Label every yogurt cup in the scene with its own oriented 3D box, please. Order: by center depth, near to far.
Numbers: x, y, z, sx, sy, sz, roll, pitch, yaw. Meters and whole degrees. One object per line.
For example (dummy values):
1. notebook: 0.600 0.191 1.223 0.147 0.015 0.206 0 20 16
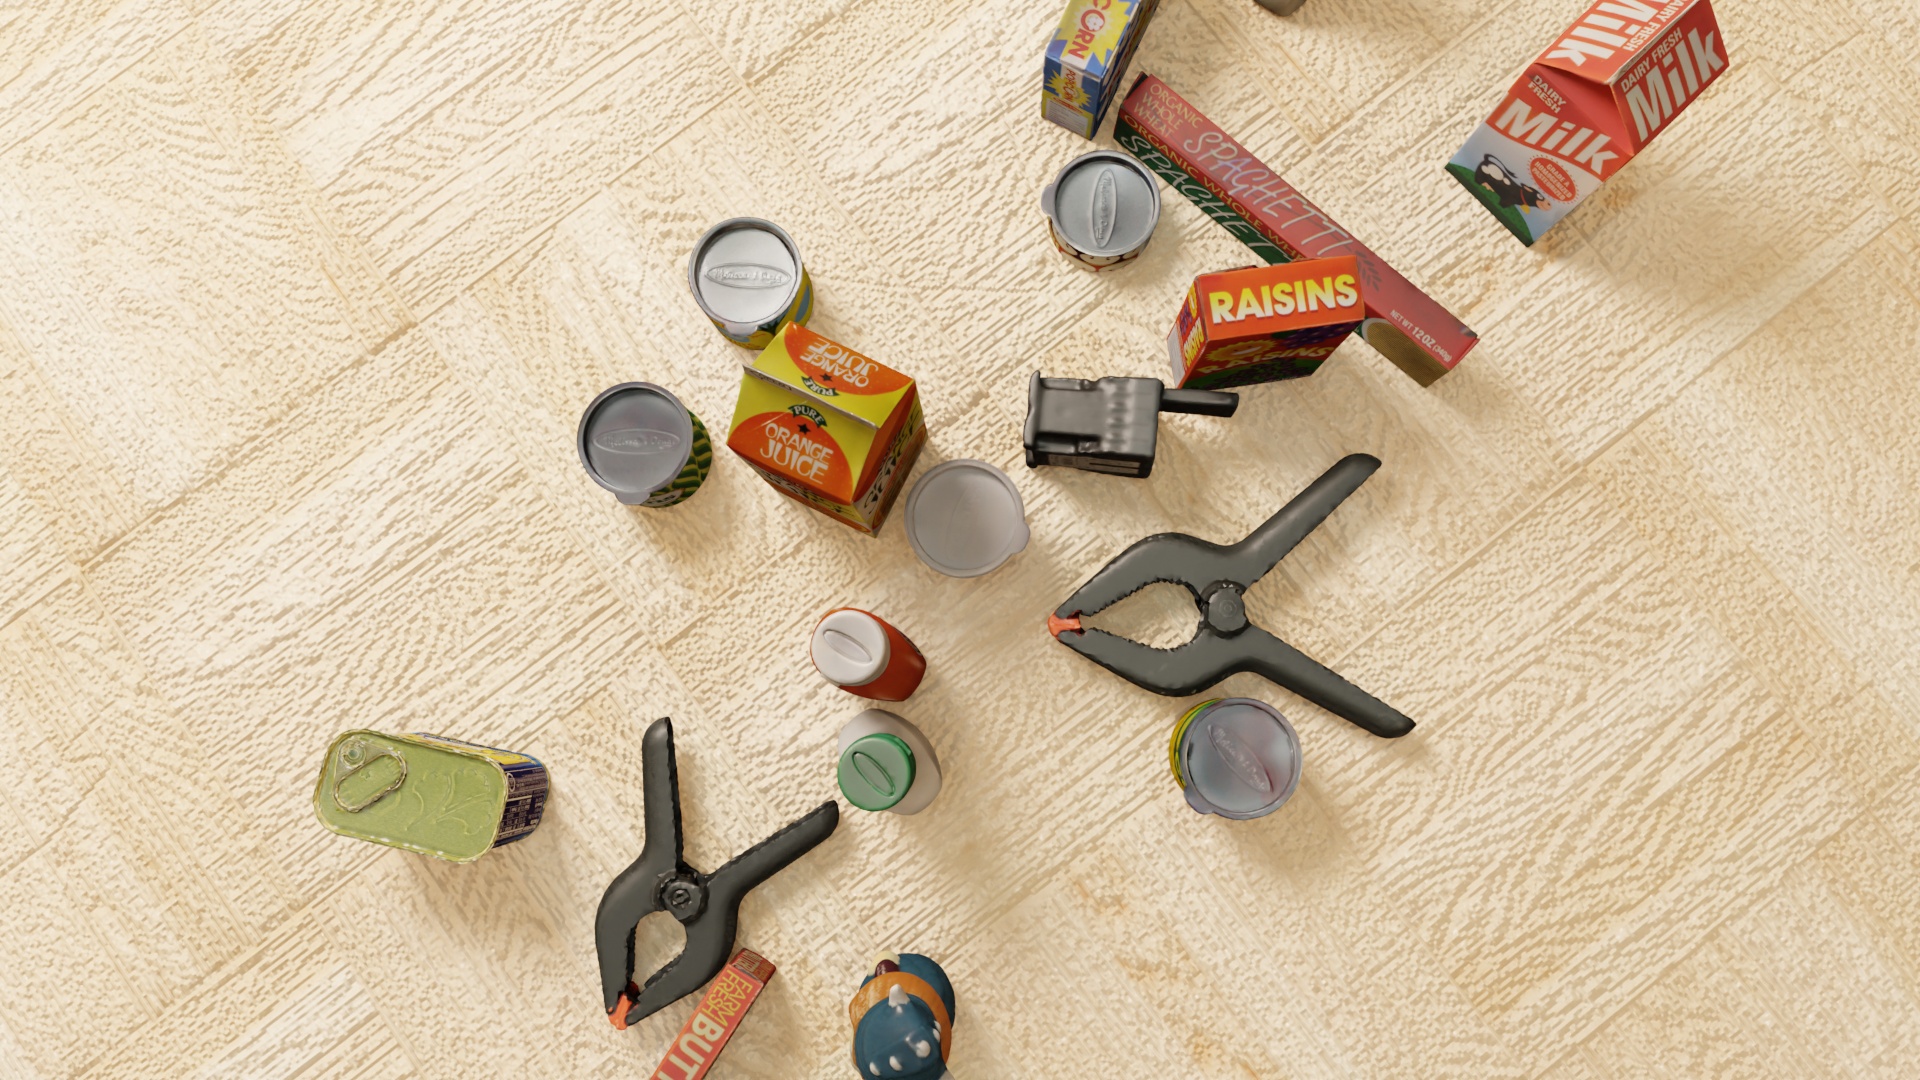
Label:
1. yogurt cup: 0.003 -0.010 0.802 0.072 0.054 0.072 0 83 1

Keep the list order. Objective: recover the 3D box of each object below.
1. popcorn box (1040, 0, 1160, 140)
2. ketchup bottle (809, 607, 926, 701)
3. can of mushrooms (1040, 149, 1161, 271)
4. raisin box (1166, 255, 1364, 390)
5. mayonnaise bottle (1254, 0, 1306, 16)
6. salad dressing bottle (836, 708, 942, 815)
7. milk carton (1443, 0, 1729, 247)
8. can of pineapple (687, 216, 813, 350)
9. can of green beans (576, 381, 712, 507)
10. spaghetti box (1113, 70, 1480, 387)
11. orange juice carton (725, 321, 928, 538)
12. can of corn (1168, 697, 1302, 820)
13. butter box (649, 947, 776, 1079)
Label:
1. popcorn box: 0.091 -0.314 0.822 0.038 0.085 0.127 25 84 4
2. ketchup bottle: -0.053 0.061 0.747 0.065 0.148 0.043 31 85 5
3. can of mushrooms: 0.083 -0.197 0.834 0.071 0.033 0.071 0 83 1
4. raisin box: 0.167 -0.119 0.777 0.086 0.123 0.040 -7 83 1
5. mayonnaise bottle: 0.203 -0.362 0.794 0.041 0.148 0.065 34 85 5
6. salad dressing bottle: -0.040 0.119 0.740 0.044 0.147 0.064 -43 84 -3
7. milk carton: 0.341 -0.235 0.754 0.072 0.190 0.073 -43 84 -3
8. can of pineapple: -0.123 -0.149 0.820 0.071 0.058 0.071 0 83 1
9. can of green beans: -0.183 -0.054 0.810 0.071 0.058 0.071 0 83 1
10. spaghetti box: 0.193 -0.183 0.821 0.250 0.050 0.029 40 86 6
11. orange juice carton: -0.068 -0.057 0.740 0.072 0.192 0.073 26 85 4
12. can of corn: 0.151 0.123 0.780 0.071 0.058 0.071 0 83 1
13. butter box: -0.143 0.278 0.770 0.024 0.053 0.103 33 85 5
